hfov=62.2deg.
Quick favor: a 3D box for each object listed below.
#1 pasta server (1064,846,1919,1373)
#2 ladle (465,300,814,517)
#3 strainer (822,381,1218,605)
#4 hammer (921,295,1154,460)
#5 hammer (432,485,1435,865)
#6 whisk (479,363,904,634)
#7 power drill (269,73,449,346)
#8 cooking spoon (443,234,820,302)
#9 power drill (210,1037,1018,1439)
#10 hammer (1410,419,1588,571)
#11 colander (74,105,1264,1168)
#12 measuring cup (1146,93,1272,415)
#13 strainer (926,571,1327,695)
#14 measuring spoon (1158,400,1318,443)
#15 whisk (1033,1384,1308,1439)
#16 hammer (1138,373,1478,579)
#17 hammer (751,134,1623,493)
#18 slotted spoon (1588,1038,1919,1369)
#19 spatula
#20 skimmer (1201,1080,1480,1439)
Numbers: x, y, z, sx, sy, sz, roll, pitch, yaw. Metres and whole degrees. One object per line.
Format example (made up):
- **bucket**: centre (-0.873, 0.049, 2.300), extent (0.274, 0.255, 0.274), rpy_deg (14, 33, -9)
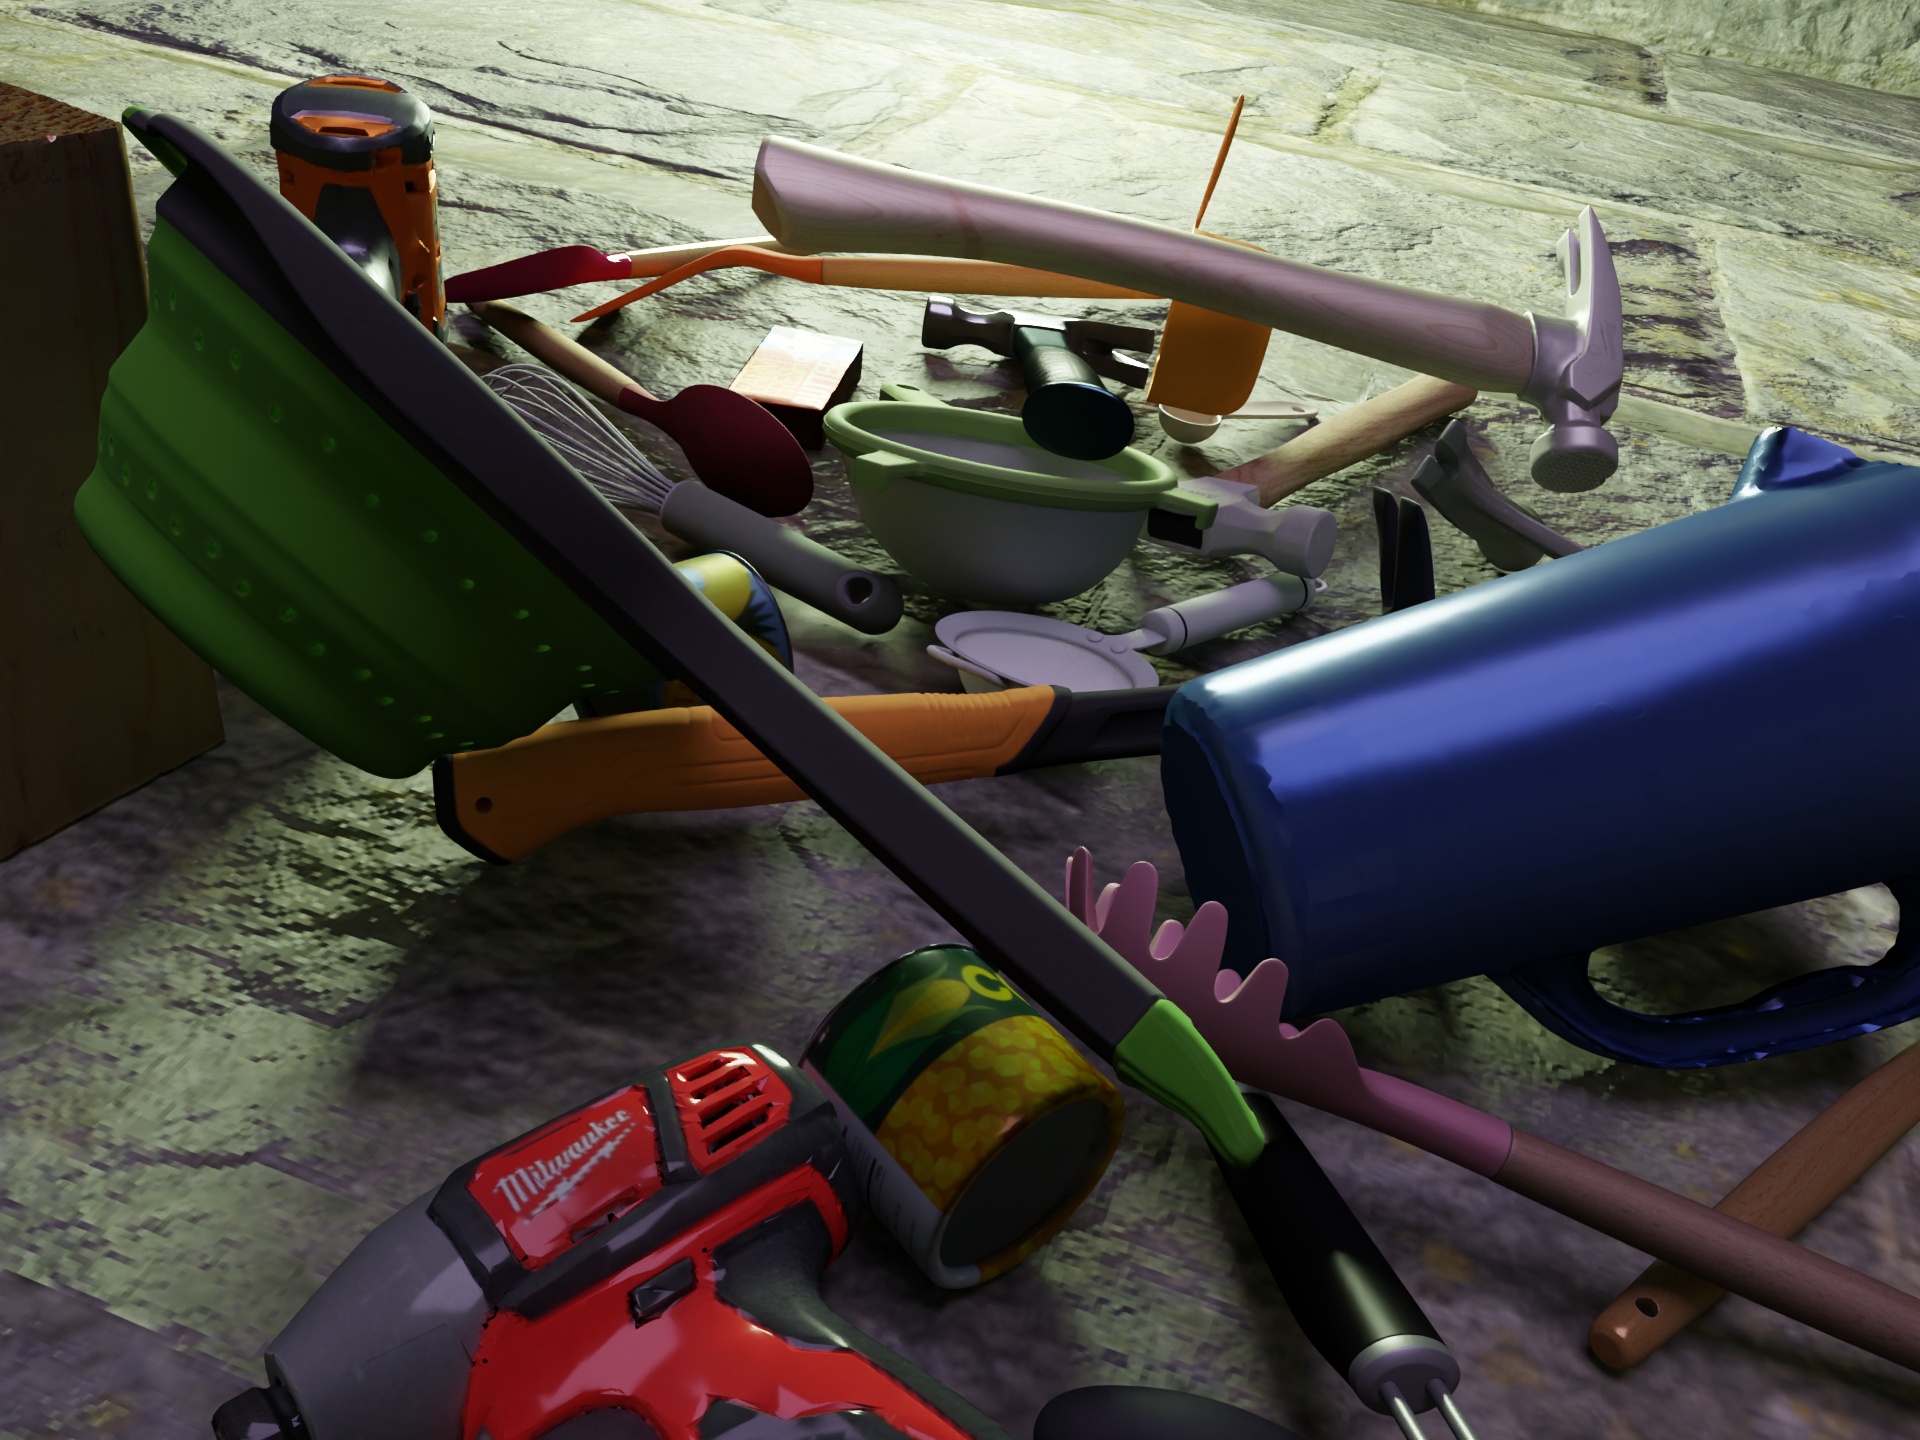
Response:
- **pasta server**: centre (0.167, 0.115, 0.410), extent (0.316, 0.060, 0.040), rpy_deg (24, 78, 3)
- **ladle**: centre (-0.174, -0.168, 0.782), extent (0.031, 0.069, 0.316), rpy_deg (-36, 45, -21)
- **strainer**: centre (-0.002, -0.105, 0.723), extent (0.151, 0.069, 0.257), rpy_deg (4, 18, -18)
- **hammer**: centre (0.044, -0.172, 0.780), extent (0.128, 0.033, 0.331), rpy_deg (7, 19, -4)
- **hammer**: centre (-0.001, -0.002, 0.530), extent (0.337, 0.127, 0.034), rpy_deg (-6, 21, -11)
- **whisk**: centre (-0.128, -0.095, 0.690), extent (0.246, 0.059, 0.058), rpy_deg (28, 77, 19)
- **power drill**: centre (-0.244, -0.129, 0.632), extent (0.084, 0.164, 0.227), rpy_deg (1, 47, -12)
- **cooking spoon**: centre (-0.175, -0.262, 0.911), extent (0.069, 0.017, 0.319), rpy_deg (-11, 12, 36)
- **power drill**: centre (-0.039, 0.160, 0.308), extent (0.143, 0.078, 0.220), rpy_deg (-22, 42, -37)
- **hammer**: centre (0.349, -0.013, 0.643), extent (0.359, 0.036, 0.149), rpy_deg (38, 11, 30)
- **colander**: centre (-0.103, -0.002, 0.402), extent (0.397, 0.204, 0.094), rpy_deg (40, 83, 20)
- **measuring cup**: centre (0.141, -0.237, 0.809), extent (0.052, 0.095, 0.174), rpy_deg (17, 79, 3)
- **strainer**: centre (0.078, -0.032, 0.646), extent (0.087, 0.050, 0.258), rpy_deg (30, 33, 36)
- **measuring spoon**: centre (0.157, -0.166, 0.886), extent (0.124, 0.018, 0.034), rpy_deg (-11, 38, -38)
- **whisk**: centre (0.154, 0.185, 0.334), extent (0.284, 0.070, 0.070), rpy_deg (10, 34, 10)
- **hammer**: centre (0.192, -0.143, 0.829), extent (0.130, 0.031, 0.331), rpy_deg (18, 30, 32)
- **hammer**: centre (0.110, -0.215, 0.736), extent (0.410, 0.038, 0.146), rpy_deg (11, 67, -7)
- **slotted spoon**: centre (0.287, 0.115, 0.491), extent (0.313, 0.031, 0.070), rpy_deg (-20, 42, -33)
- **spatula**: centre (-0.049, -0.232, 0.859), extent (0.322, 0.041, 0.081), rpy_deg (5, 24, 9)
- **skimmer**: centre (0.107, 0.125, 0.271), extent (0.127, 0.090, 0.363), rpy_deg (7, 13, -9)
